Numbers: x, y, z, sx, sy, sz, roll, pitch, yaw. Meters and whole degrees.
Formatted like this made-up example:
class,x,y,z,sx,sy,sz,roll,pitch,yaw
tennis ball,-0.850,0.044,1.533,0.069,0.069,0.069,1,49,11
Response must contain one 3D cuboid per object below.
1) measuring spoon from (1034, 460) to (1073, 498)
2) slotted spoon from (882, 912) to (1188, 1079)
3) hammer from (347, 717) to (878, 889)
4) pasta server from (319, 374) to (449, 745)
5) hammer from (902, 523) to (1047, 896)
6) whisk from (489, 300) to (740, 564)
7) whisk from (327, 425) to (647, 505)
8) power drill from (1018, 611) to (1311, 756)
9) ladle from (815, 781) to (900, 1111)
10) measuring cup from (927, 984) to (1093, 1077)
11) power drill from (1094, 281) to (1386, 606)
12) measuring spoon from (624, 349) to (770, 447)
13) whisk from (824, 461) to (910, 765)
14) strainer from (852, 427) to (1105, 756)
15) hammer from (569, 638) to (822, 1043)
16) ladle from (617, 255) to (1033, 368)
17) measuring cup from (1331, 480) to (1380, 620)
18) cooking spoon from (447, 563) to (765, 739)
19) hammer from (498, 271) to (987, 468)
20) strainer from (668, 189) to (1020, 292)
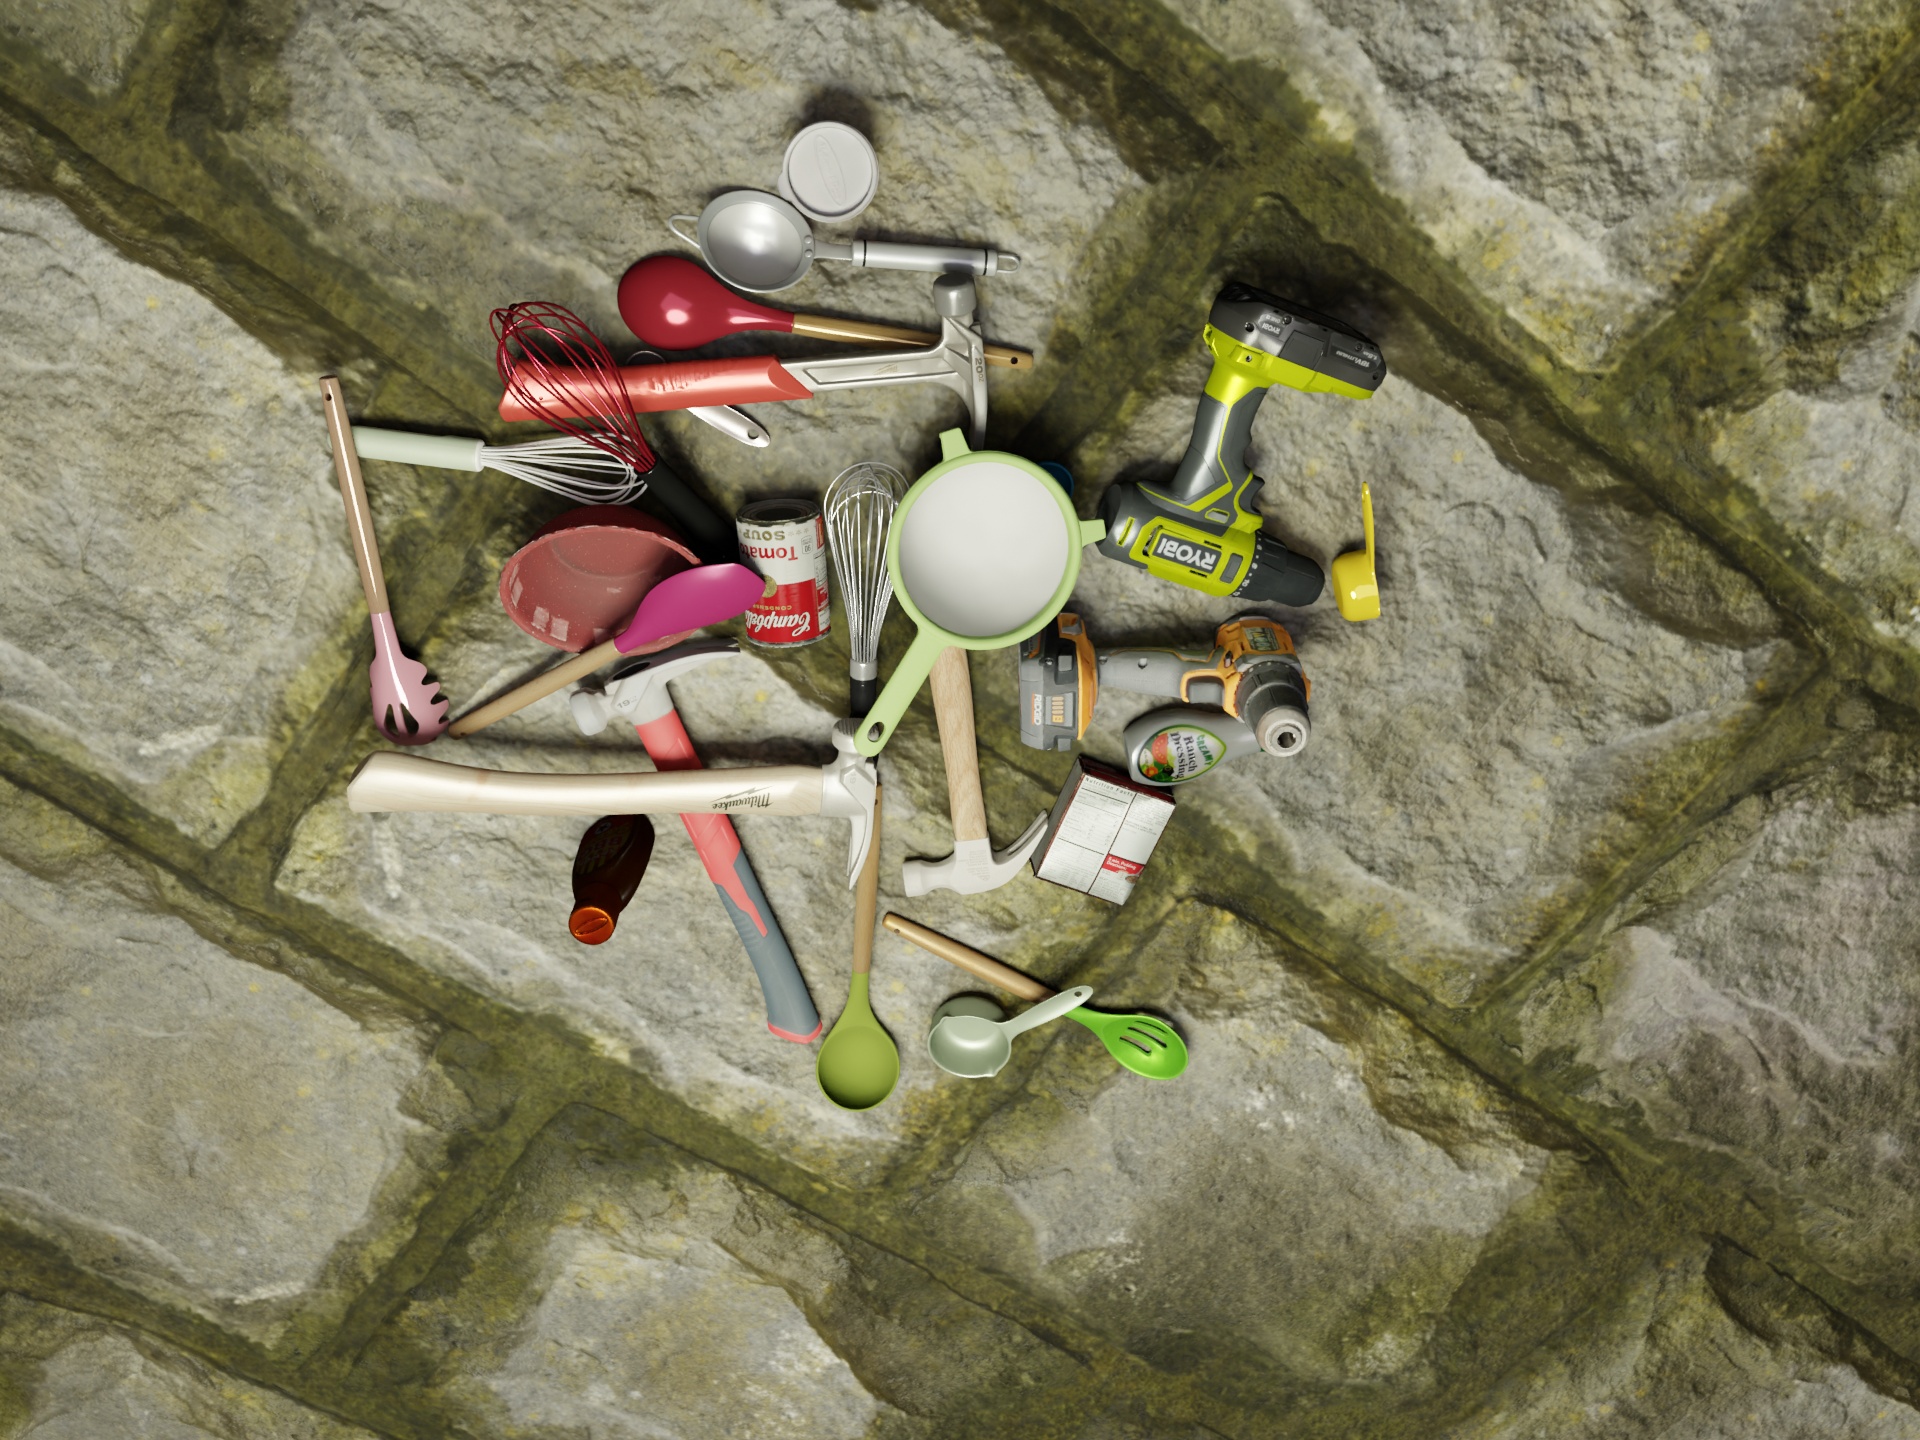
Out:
class,x,y,z,sx,sy,sz,roll,pitch,yaw
measuring spoon,0.062,-0.151,1.273,0.042,0.021,0.128,5,123,-5
slotted spoon,0.069,0.245,1.441,0.313,0.031,0.070,27,125,-12
hammer,-0.274,0.067,1.278,0.410,0.038,0.146,1,116,-9
pasta server,-0.456,-0.114,1.240,0.060,0.040,0.316,-3,117,-1
hammer,-0.002,-0.004,1.323,0.130,0.031,0.331,-7,114,1
whisk,-0.240,-0.200,1.157,0.073,0.073,0.295,-29,141,10
whisk,-0.359,-0.202,1.215,0.246,0.057,0.059,7,79,-3
power drill,0.159,-0.024,1.241,0.226,0.185,0.084,-1,116,1
ladle,-0.083,0.202,1.391,0.078,0.062,0.320,-1,116,-15
measuring cup,0.046,0.264,1.431,0.167,0.038,0.083,-29,116,19
power drill,0.229,-0.200,1.224,0.190,0.080,0.228,16,115,-15
measuring spoon,-0.199,-0.246,1.218,0.124,0.018,0.034,29,119,-22
whisk,-0.078,-0.073,1.279,0.070,0.070,0.284,2,118,-4
strainer,-0.015,-0.089,1.226,0.151,0.069,0.256,29,98,-19
hammer,-0.186,0.115,1.359,0.143,0.038,0.386,-22,116,-2
ladle,-0.100,-0.293,1.194,0.315,0.031,0.069,7,113,-8
measuring cup,0.305,-0.132,1.237,0.029,0.062,0.156,-13,147,7
cooking spoon,-0.288,-0.049,1.257,0.319,0.017,0.068,-24,144,23
hammer,-0.160,-0.245,1.186,0.359,0.037,0.149,-5,128,0
strainer,-0.083,-0.341,1.165,0.258,0.050,0.087,2,70,-9
